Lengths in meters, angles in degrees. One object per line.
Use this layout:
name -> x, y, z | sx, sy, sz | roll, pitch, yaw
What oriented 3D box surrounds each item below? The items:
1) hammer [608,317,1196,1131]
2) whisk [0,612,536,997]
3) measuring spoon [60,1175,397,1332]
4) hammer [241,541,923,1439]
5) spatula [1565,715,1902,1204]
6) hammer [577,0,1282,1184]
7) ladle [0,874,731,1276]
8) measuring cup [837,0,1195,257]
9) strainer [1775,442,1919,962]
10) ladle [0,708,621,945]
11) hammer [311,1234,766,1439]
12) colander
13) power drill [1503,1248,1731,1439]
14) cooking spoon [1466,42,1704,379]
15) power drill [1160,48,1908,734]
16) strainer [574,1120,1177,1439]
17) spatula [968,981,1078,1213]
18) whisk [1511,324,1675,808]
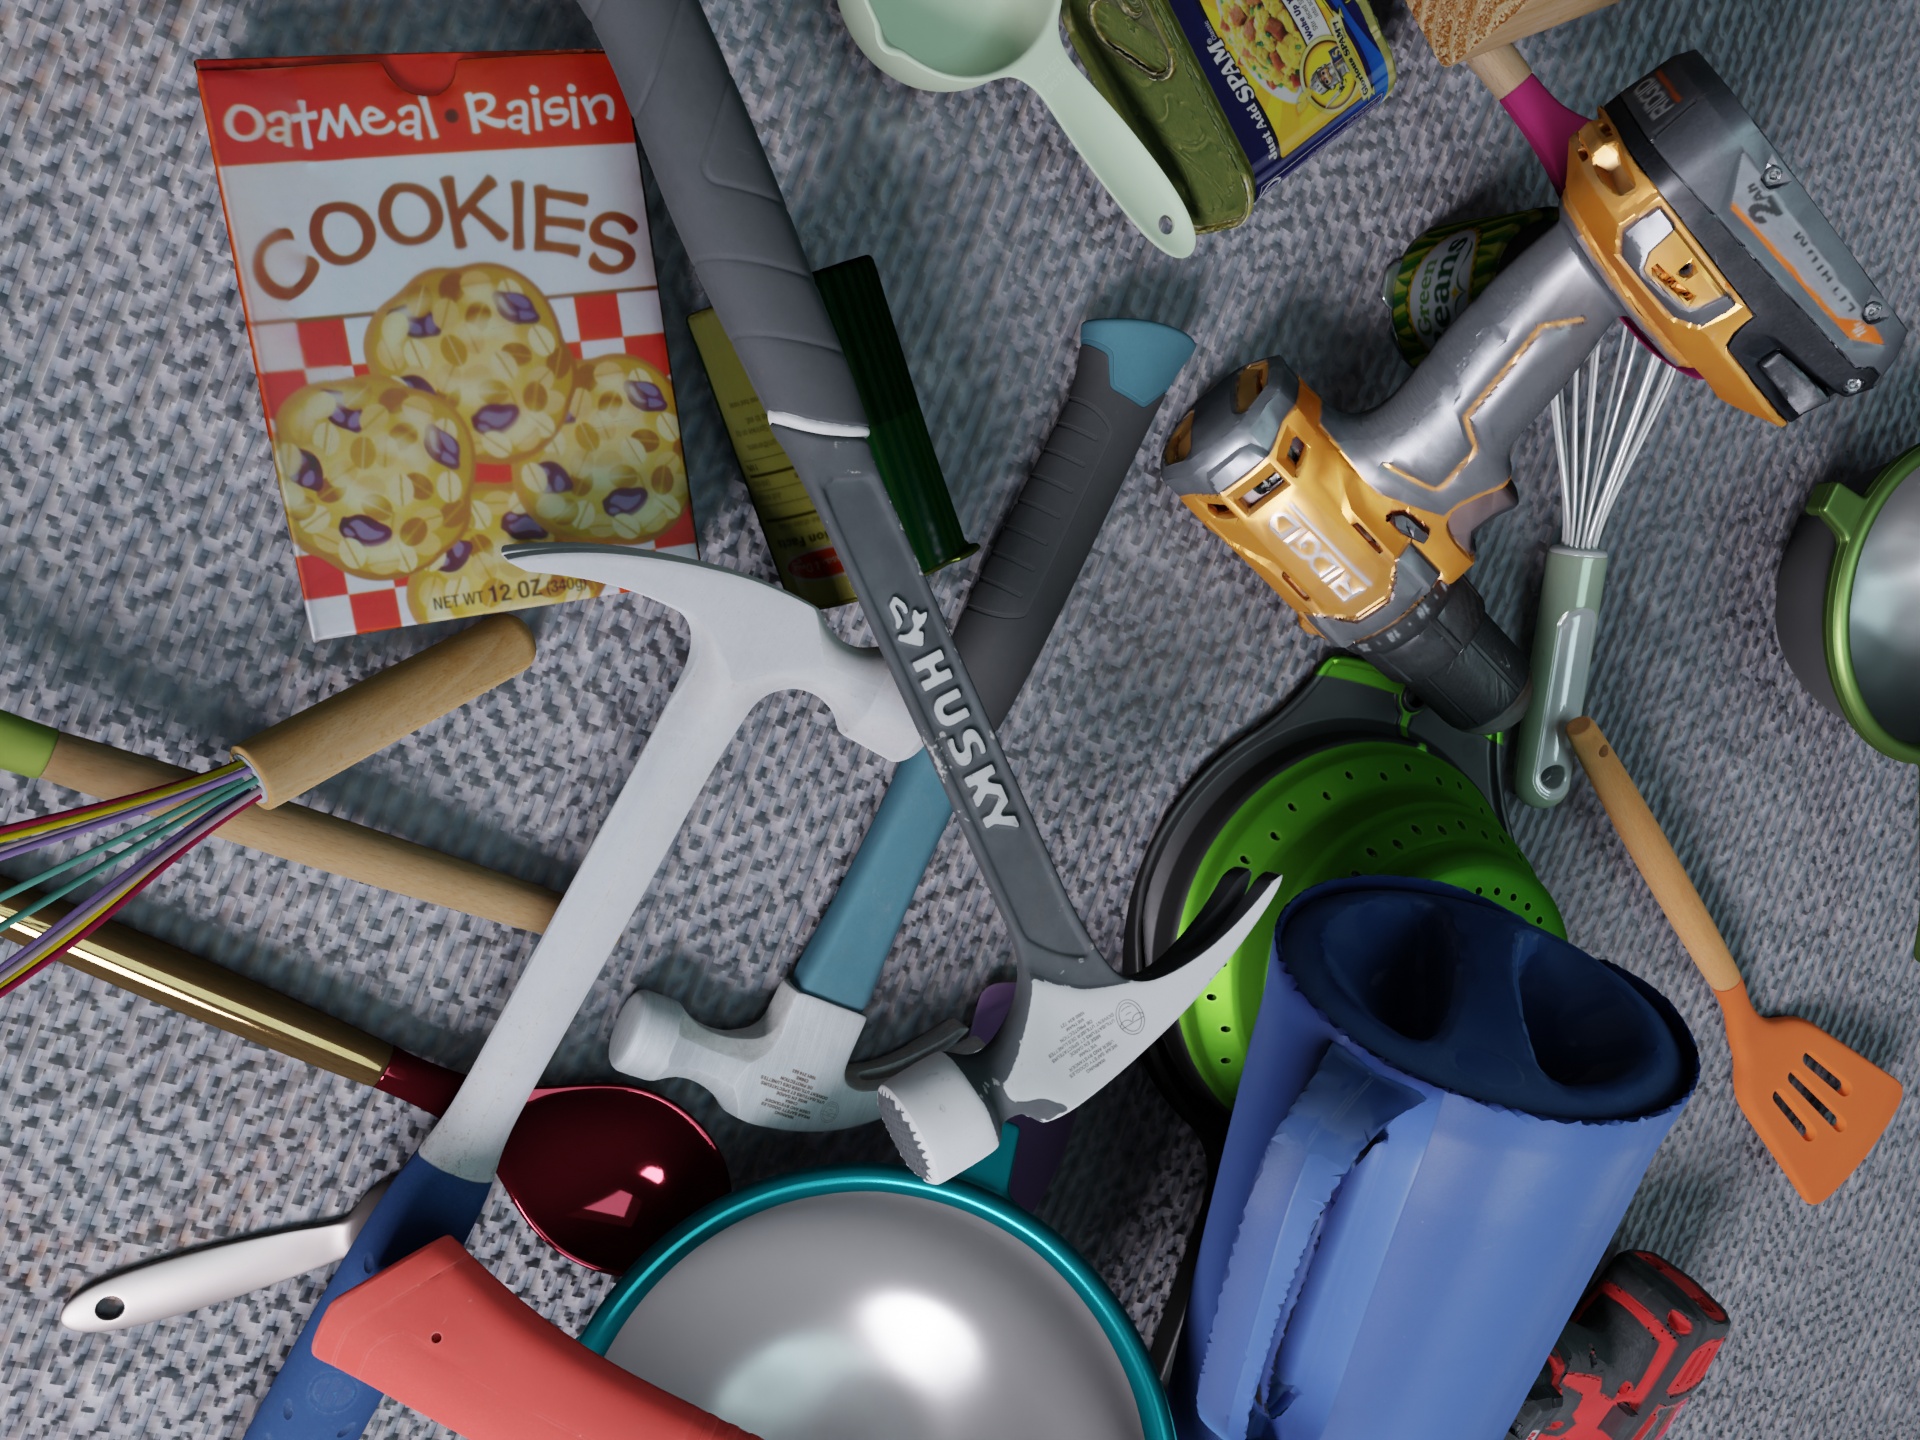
hammer -> -0.001, -0.002, 0.589 | 0.128, 0.033, 0.331 | 27, 88, -24
whisk -> -0.221, 0.024, 0.450 | 0.245, 0.051, 0.047 | -36, 101, -40
measuring spoon -> -0.232, 0.183, 0.530 | 0.124, 0.018, 0.034 | -11, 104, -20
hammer -> -0.162, 0.130, 0.510 | 0.144, 0.035, 0.405 | 28, 93, -21
spatula -> 0.360, 0.111, 0.750 | 0.081, 0.041, 0.322 | -46, 119, -9
hammer -> -0.029, -0.072, 0.481 | 0.149, 0.036, 0.409 | -27, 100, -20
ladle -> -0.214, 0.104, 0.520 | 0.315, 0.031, 0.069 | 32, 94, -23
measuring cup -> 0.023, -0.225, 0.559 | 0.167, 0.038, 0.083 | 43, 81, -25
strainer -> 0.443, -0.008, 0.759 | 0.151, 0.069, 0.256 | -16, 106, -22
ladle -> -0.252, 0.018, 0.487 | 0.320, 0.062, 0.078 | 24, 82, -32
hammer -> -0.029, 0.262, 0.474 | 0.359, 0.036, 0.149 | 26, 74, -1
colander -> 0.150, 0.176, 0.651 | 0.204, 0.094, 0.397 | 18, 91, -25
power drill -> 0.245, 0.306, 0.702 | 0.219, 0.079, 0.143 | 15, 108, -42
cooking spoon -> 0.192, -0.257, 0.594 | 0.069, 0.017, 0.319 | -45, 98, -21
power drill -> 0.214, -0.100, 0.584 | 0.185, 0.084, 0.226 | 41, 123, -19
strainer -> -0.008, 0.320, 0.536 | 0.211, 0.095, 0.340 | -23, 76, -9
spatula -> 0.003, 0.259, 0.645 | 0.059, 0.018, 0.316 | 8, 95, -31
whisk -> 0.268, -0.080, 0.685 | 0.057, 0.059, 0.246 | 1, 104, -13
